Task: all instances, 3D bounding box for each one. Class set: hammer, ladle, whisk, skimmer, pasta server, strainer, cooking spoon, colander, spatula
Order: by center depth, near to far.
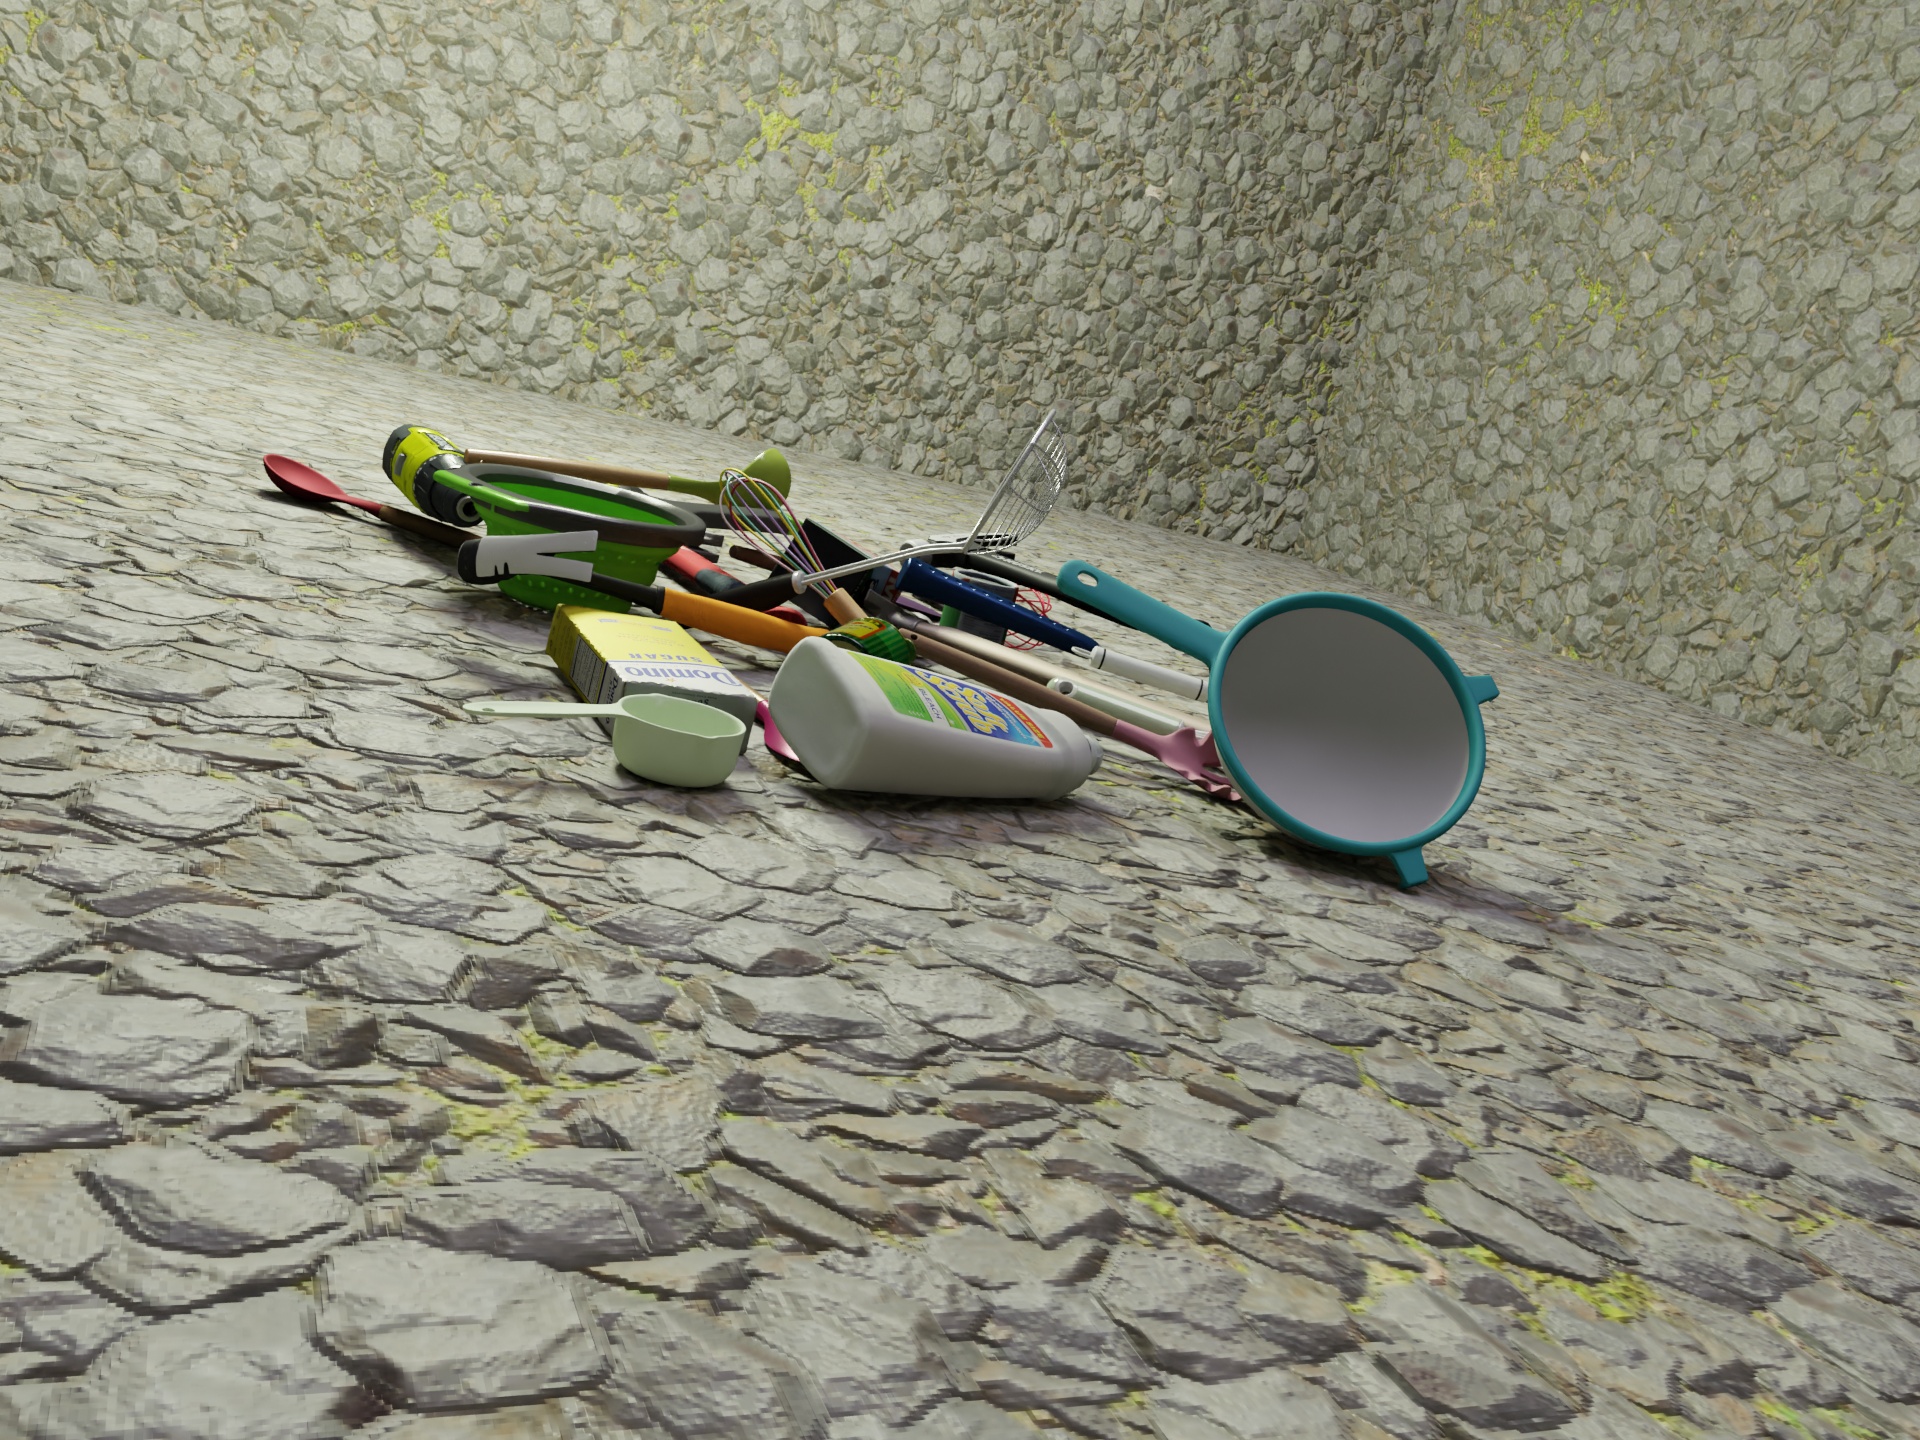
[{"bbox_3d":[-0.153,-0.016,1.133,0.068,0.017,0.319,6,15,-39],"label":"cooking spoon"},{"bbox_3d":[0.217,-0.014,1.188,0.340,0.211,0.095,28,-28,5],"label":"strainer"},{"bbox_3d":[-0.203,-0.086,1.196,0.127,0.034,0.336,2,-7,35],"label":"hammer"},{"bbox_3d":[0.097,-0.009,1.241,0.316,0.040,0.060,23,54,1],"label":"pasta server"},{"bbox_3d":[-0.083,-0.152,1.262,0.363,0.090,0.127,-14,20,17],"label":"skimmer"},{"bbox_3d":[0.184,0.014,1.294,0.246,0.058,0.059,21,-22,12],"label":"whisk"},{"bbox_3d":[-0.122,-0.119,1.340,0.245,0.047,0.051,49,25,7],"label":"whisk"},{"bbox_3d":[0.105,-0.026,1.368,0.411,0.038,0.146,21,0,18],"label":"hammer"},{"bbox_3d":[-0.274,-0.146,1.380,0.205,0.094,0.397,22,15,31],"label":"colander"},{"bbox_3d":[0.219,-0.024,1.385,0.258,0.050,0.087,17,25,-5],"label":"strainer"},{"bbox_3d":[-0.501,-0.182,1.445,0.315,0.031,0.069,20,11,14],"label":"ladle"},{"bbox_3d":[0.132,-0.060,1.463,0.405,0.035,0.144,22,10,-10],"label":"hammer"},{"bbox_3d":[-0.299,-0.231,1.466,0.320,0.078,0.062,2,49,-35],"label":"ladle"},{"bbox_3d":[-0.226,-0.135,1.521,0.143,0.038,0.387,8,14,-34],"label":"hammer"},{"bbox_3d":[0.104,-0.129,1.556,0.335,0.035,0.146,24,25,39],"label":"hammer"},{"bbox_3d":[-0.119,-0.139,1.622,0.060,0.018,0.315,26,8,38],"label":"spatula"},{"bbox_3d":[0.017,-0.127,1.726,0.073,0.073,0.296,7,8,-30],"label":"whisk"}]

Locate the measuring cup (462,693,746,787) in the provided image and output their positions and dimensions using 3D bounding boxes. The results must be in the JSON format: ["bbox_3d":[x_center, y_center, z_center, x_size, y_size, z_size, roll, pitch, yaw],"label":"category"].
[{"bbox_3d":[-0.205,0.011,0.916,0.167,0.038,0.083,3,17,-34],"label":"measuring cup"}]

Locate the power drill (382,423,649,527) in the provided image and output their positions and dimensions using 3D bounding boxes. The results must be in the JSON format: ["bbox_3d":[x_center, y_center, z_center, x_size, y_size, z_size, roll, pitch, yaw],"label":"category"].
[{"bbox_3d":[-0.399,-0.199,1.460,0.228,0.080,0.191,12,15,-37],"label":"power drill"}]
